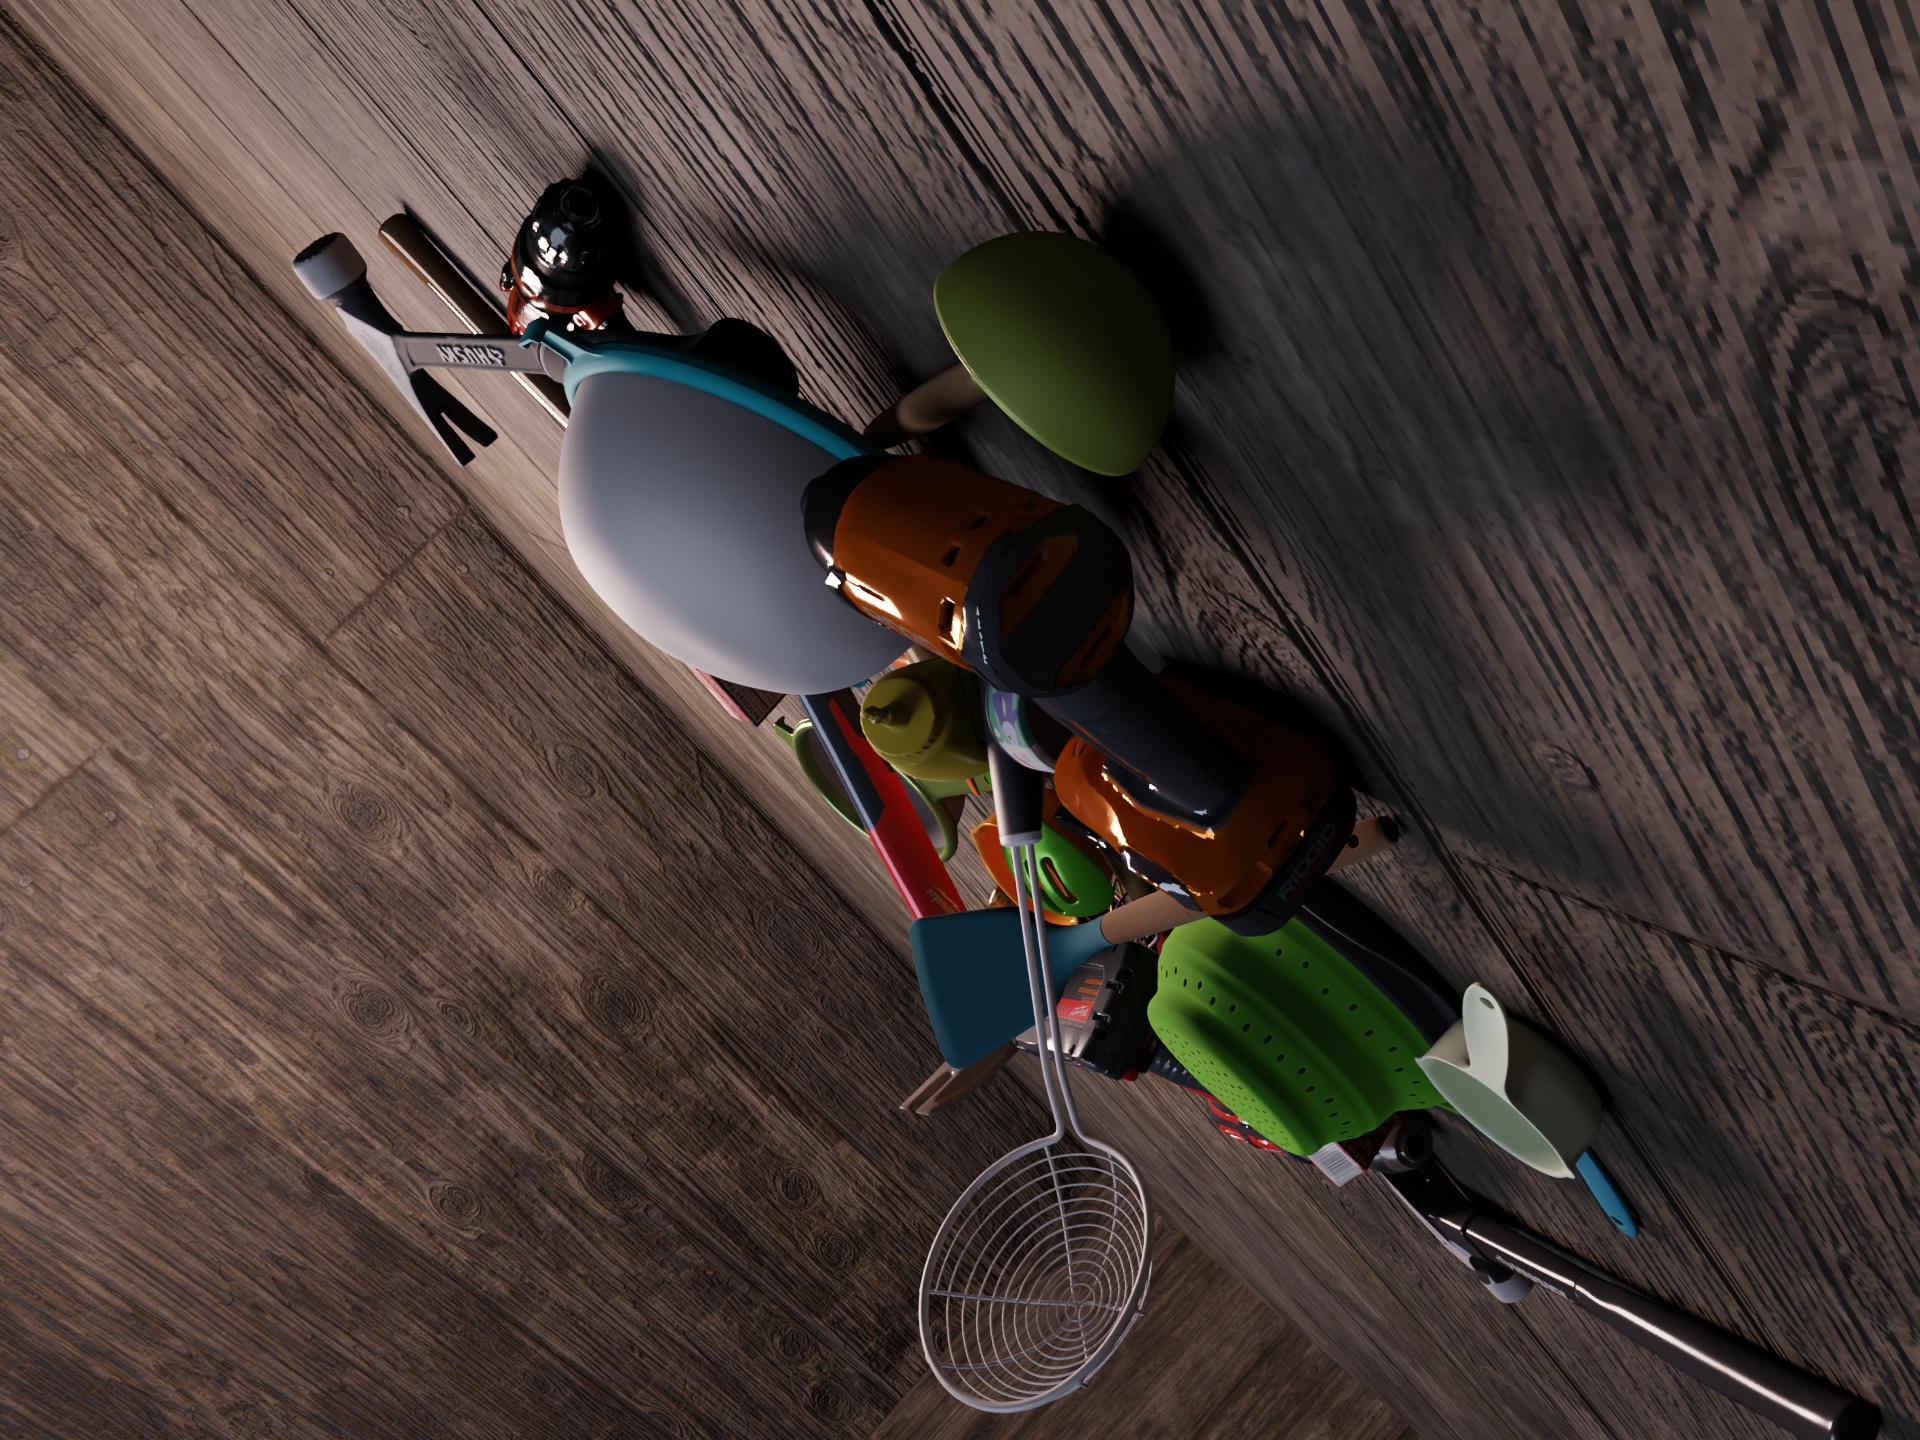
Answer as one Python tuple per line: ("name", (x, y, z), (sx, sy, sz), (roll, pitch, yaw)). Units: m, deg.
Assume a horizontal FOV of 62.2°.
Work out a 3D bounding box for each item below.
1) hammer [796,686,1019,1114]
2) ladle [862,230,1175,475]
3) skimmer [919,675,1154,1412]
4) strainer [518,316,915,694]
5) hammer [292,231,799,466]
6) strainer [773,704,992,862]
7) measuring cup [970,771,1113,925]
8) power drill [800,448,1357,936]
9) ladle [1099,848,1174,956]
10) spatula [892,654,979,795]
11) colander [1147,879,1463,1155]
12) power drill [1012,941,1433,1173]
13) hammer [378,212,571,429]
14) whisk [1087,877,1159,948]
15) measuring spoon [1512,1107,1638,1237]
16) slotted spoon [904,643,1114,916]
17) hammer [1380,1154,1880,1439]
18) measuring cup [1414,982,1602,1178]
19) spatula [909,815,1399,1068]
("hammer", (-0.060, 0.057, 0.983), (0.038, 0.143, 0.386), (-3, 119, 51))
("ladle", (-0.005, -0.111, 0.569), (0.078, 0.062, 0.320), (39, 173, -14))
("skimmer", (0.018, 0.116, 0.728), (0.127, 0.363, 0.090), (-12, 173, 42))
("strainer", (-0.096, -0.052, 0.782), (0.211, 0.095, 0.340), (23, 165, 13))
("hammer", (-0.215, -0.183, 0.820), (0.409, 0.036, 0.149), (17, 147, 46))
("strainer", (-0.019, 0.028, 1.141), (0.151, 0.069, 0.256), (50, 151, -18))
("measuring cup", (0.058, 0.061, 0.998), (0.095, 0.052, 0.173), (39, 152, 25))
("power drill", (0.038, -0.018, 0.604), (0.226, 0.084, 0.164), (41, 174, -39))
("ladle", (0.113, 0.104, 0.975), (0.069, 0.031, 0.315), (28, 161, 41))
("spatula", (-0.081, -0.057, 1.070), (0.323, 0.041, 0.080), (36, 160, 42))
("colander", (0.108, 0.097, 0.812), (0.397, 0.094, 0.204), (45, 169, -5))
("power drill", (0.166, 0.219, 0.997), (0.226, 0.080, 0.188), (30, 165, -21))
("hammer", (-0.317, -0.253, 1.223), (0.331, 0.031, 0.130), (47, 168, -10))
("whisk", (0.125, 0.163, 1.153), (0.047, 0.051, 0.244), (63, -179, 23))
("measuring spoon", (0.296, 0.219, 0.768), (0.128, 0.021, 0.042), (52, 167, -27))
("slotted spoon", (-0.001, -0.003, 0.912), (0.070, 0.031, 0.313), (-9, 119, 48))
("hammer", (0.360, 0.322, 0.884), (0.146, 0.035, 0.335), (46, 169, -13))
("measuring cup", (0.233, 0.137, 0.668), (0.083, 0.038, 0.167), (36, 164, 36))
("spatula", (0.079, 0.095, 0.741), (0.317, 0.044, 0.082), (-32, 71, 53))
